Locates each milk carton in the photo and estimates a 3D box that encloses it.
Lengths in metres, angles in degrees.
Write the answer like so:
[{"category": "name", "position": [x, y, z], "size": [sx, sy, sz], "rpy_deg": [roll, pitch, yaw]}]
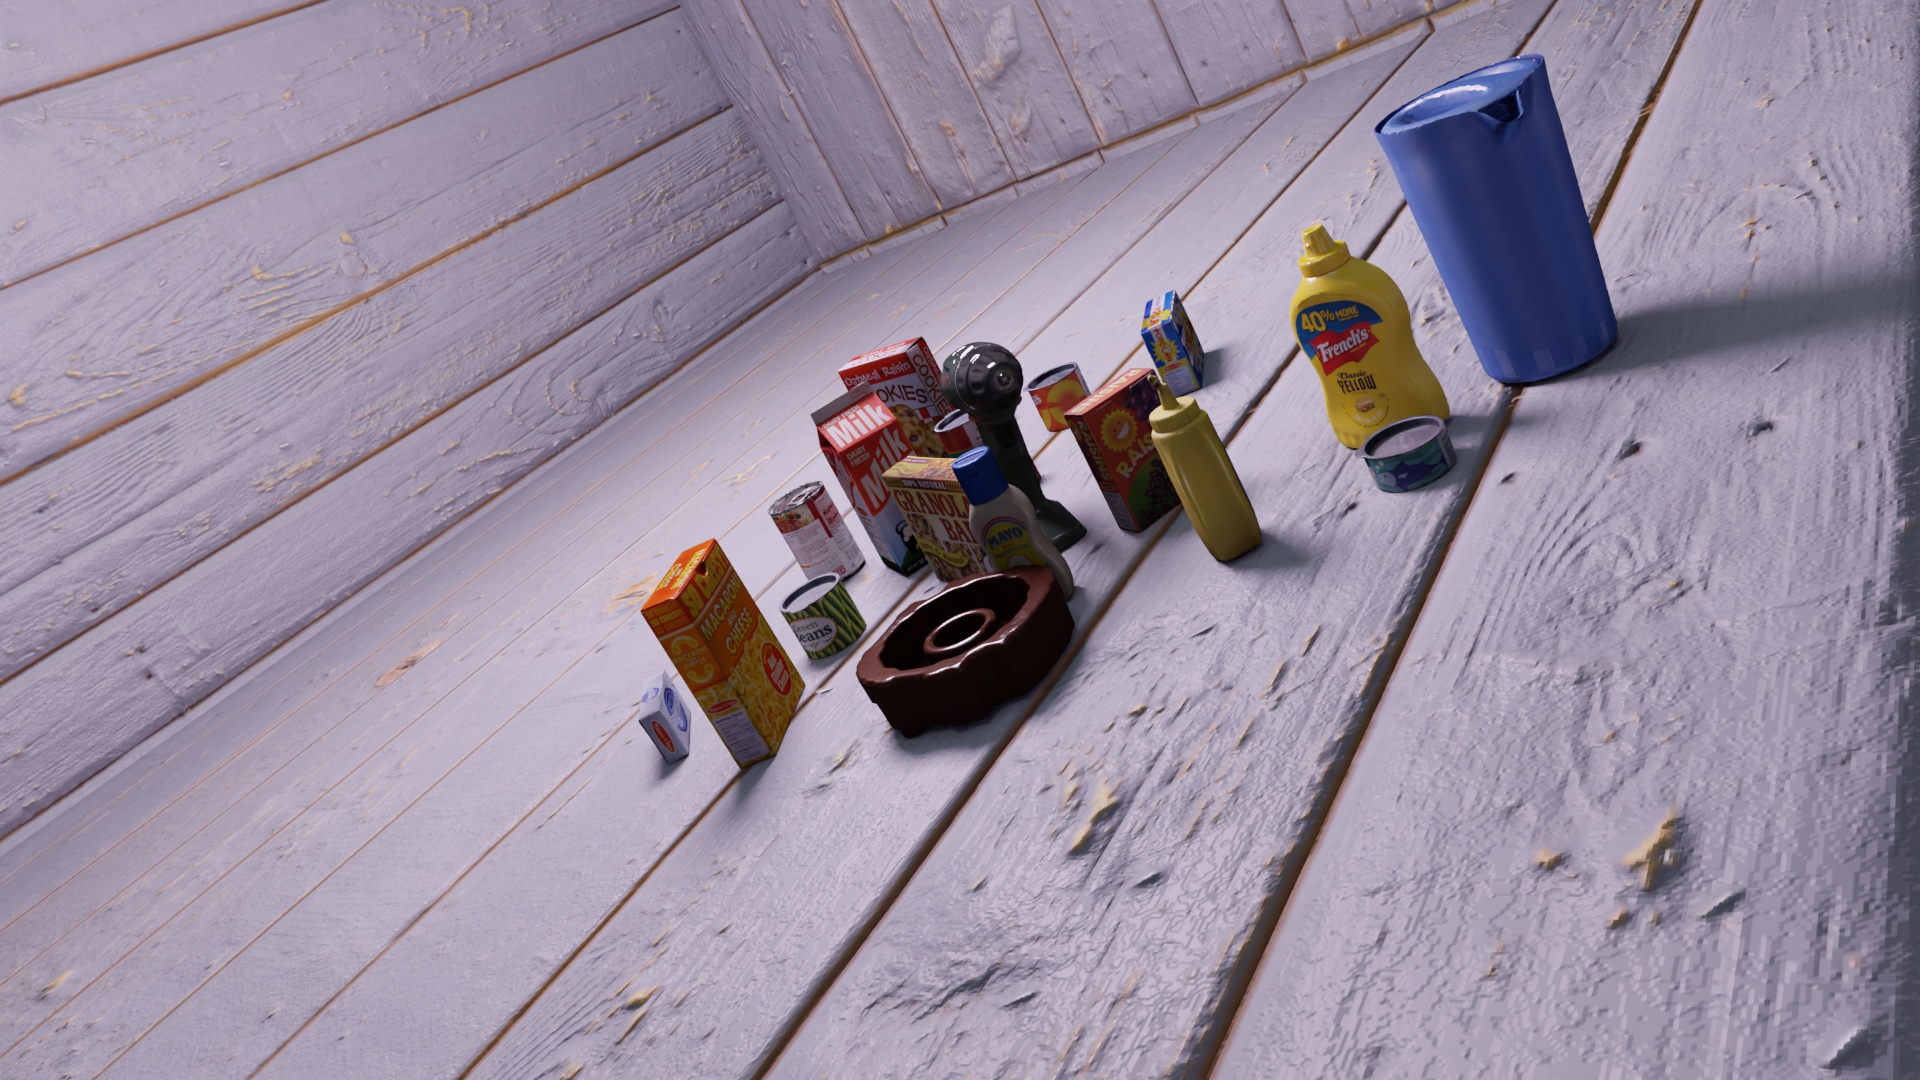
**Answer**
[{"category": "milk carton", "position": [-0.081, -0.065, 1.428], "size": [0.072, 0.190, 0.073], "rpy_deg": [-33, 19, -14]}]

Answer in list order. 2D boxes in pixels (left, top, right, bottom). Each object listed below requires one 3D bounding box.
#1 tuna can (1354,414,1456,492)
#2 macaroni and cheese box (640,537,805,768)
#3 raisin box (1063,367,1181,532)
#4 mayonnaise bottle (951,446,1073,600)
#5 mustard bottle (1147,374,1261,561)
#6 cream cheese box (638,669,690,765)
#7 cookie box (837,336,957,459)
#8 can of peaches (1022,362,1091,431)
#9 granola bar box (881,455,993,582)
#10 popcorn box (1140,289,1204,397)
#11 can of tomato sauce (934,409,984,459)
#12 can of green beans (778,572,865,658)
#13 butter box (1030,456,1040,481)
[{"category": "tuna can", "position": [0.347, -0.067, 1.084], "size": [0.071, 0.032, 0.071], "rpy_deg": [-25, 19, 9]}, {"category": "macaroni and cheese box", "position": [-0.203, 0.096, 1.215], "size": [0.040, 0.166, 0.124], "rpy_deg": [-23, 19, 16]}, {"category": "raisin box", "position": [0.157, -0.082, 1.245], "size": [0.086, 0.123, 0.040], "rpy_deg": [-34, 19, -18]}, {"category": "mayonnaise bottle", "position": [0.040, -0.008, 1.177], "size": [0.064, 0.147, 0.041], "rpy_deg": [-22, 19, 17]}, {"category": "mustard bottle", "position": [0.187, -0.062, 1.096], "size": [0.049, 0.160, 0.065], "rpy_deg": [-27, 18, 3]}, {"category": "cream cheese box", "position": [-0.279, 0.166, 1.312], "size": [0.024, 0.053, 0.104], "rpy_deg": [-28, 19, -1]}, {"category": "cookie box", "position": [-0.059, -0.151, 1.657], "size": [0.122, 0.167, 0.040], "rpy_deg": [-9, 26, 44]}, {"category": "can of peaches", "position": [0.116, -0.167, 1.626], "size": [0.071, 0.058, 0.071], "rpy_deg": [-25, 19, 9]}, {"category": "granola bar box", "position": [0.005, -0.016, 1.285], "size": [0.039, 0.124, 0.165], "rpy_deg": [-36, 20, -22]}, {"category": "popcorn box", "position": [0.238, -0.221, 1.556], "size": [0.038, 0.085, 0.127], "rpy_deg": [-21, 20, 20]}, {"category": "can of tomato sauce", "position": [0.018, -0.104, 1.560], "size": [0.071, 0.083, 0.071], "rpy_deg": [-25, 19, 9]}, {"category": "can of green beans", "position": [-0.133, 0.073, 1.346], "size": [0.071, 0.057, 0.071], "rpy_deg": [-25, 19, 9]}, {"category": "butter box", "position": [0.029, -0.068, 1.496], "size": [0.103, 0.053, 0.024], "rpy_deg": [-26, 19, 7]}]
